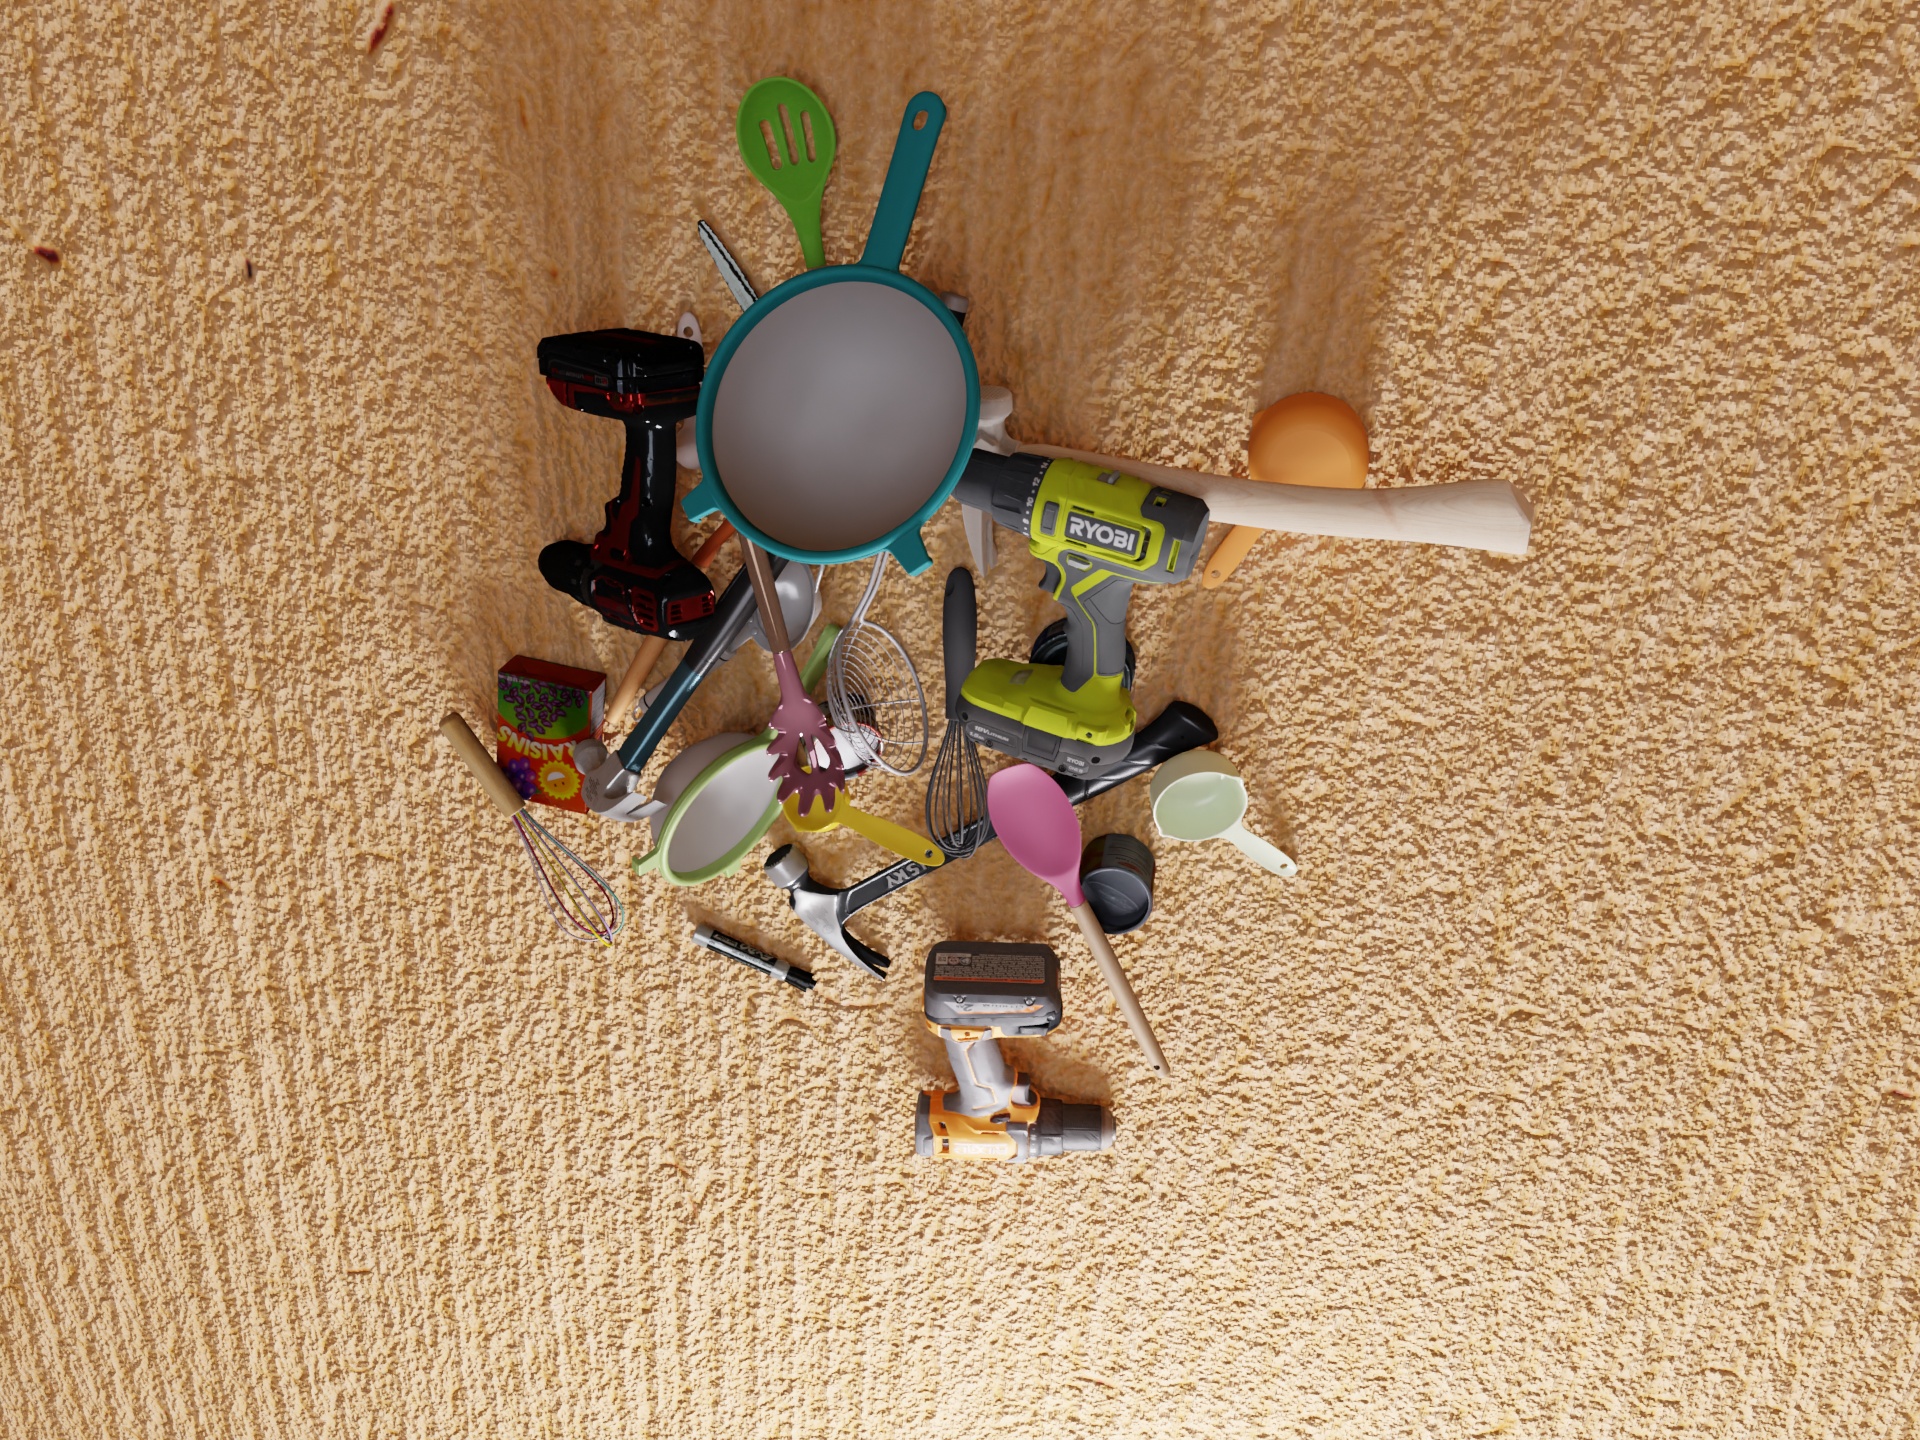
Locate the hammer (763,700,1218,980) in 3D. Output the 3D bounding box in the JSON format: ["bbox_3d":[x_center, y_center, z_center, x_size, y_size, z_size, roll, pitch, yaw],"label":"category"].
[{"bbox_3d":[0.033,0.092,1.346,0.409,0.036,0.149,-28,108,22],"label":"hammer"}]

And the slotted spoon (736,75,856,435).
[{"bbox_3d":[-0.103,-0.308,1.173,0.070,0.031,0.313,-8,111,7],"label":"slotted spoon"}]

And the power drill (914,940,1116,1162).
[{"bbox_3d":[0.051,0.306,1.417,0.185,0.084,0.226,2,123,2],"label":"power drill"}]

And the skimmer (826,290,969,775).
[{"bbox_3d":[-0.027,-0.137,1.215,0.090,0.127,0.363,23,110,17],"label":"skimmer"}]

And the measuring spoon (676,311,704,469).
[{"bbox_3d":[-0.211,-0.254,1.235,0.034,0.018,0.124,6,116,8],"label":"measuring spoon"}]

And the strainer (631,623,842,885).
[{"bbox_3d":[-0.185,0.017,1.327,0.069,0.151,0.256,36,99,23],"label":"strainer"}]

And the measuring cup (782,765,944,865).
[{"bbox_3d":[-0.078,0.087,1.341,0.156,0.029,0.062,24,90,18],"label":"measuring cup"}]

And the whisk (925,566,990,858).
[{"bbox_3d":[-0.002,-0.004,1.281,0.055,0.055,0.239,2,100,10],"label":"whisk"}]

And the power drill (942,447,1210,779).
[{"bbox_3d":[0.067,-0.086,1.177,0.190,0.080,0.228,18,123,13],"label":"power drill"}]

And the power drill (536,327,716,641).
[{"bbox_3d":[-0.269,-0.183,1.228,0.188,0.080,0.226,19,118,39],"label":"power drill"}]

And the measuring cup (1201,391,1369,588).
[{"bbox_3d":[0.231,-0.159,1.175,0.095,0.052,0.173,32,115,-6],"label":"measuring cup"}]

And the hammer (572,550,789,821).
[{"bbox_3d":[-0.205,-0.055,1.270,0.033,0.128,0.331,25,109,-37],"label":"hammer"}]

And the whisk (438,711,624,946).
[{"bbox_3d":[-0.370,0.096,1.375,0.051,0.047,0.245,-28,102,26],"label":"whisk"}]

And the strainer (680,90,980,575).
[{"bbox_3d":[-0.057,-0.269,1.135,0.211,0.095,0.340,15,87,19],"label":"strainer"}]

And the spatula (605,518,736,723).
[{"bbox_3d":[-0.229,-0.115,1.290,0.041,0.081,0.322,22,124,-21],"label":"spatula"}]

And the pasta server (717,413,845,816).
[{"bbox_3d":[-0.144,-0.076,1.208,0.060,0.040,0.316,-9,112,9],"label":"pasta server"}]

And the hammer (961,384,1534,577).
[{"bbox_3d":[0.194,-0.151,1.145,0.411,0.038,0.146,10,122,21],"label":"hammer"}]

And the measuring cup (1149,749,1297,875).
[{"bbox_3d":[0.220,0.079,1.298,0.083,0.038,0.167,-39,126,24],"label":"measuring cup"}]

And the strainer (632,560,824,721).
[{"bbox_3d":[-0.187,-0.064,1.310,0.258,0.050,0.087,-32,66,29],"label":"strainer"}]

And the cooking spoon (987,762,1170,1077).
[{"bbox_3d":[0.107,0.170,1.311,0.069,0.017,0.318,-19,111,21],"label":"cooking spoon"}]
